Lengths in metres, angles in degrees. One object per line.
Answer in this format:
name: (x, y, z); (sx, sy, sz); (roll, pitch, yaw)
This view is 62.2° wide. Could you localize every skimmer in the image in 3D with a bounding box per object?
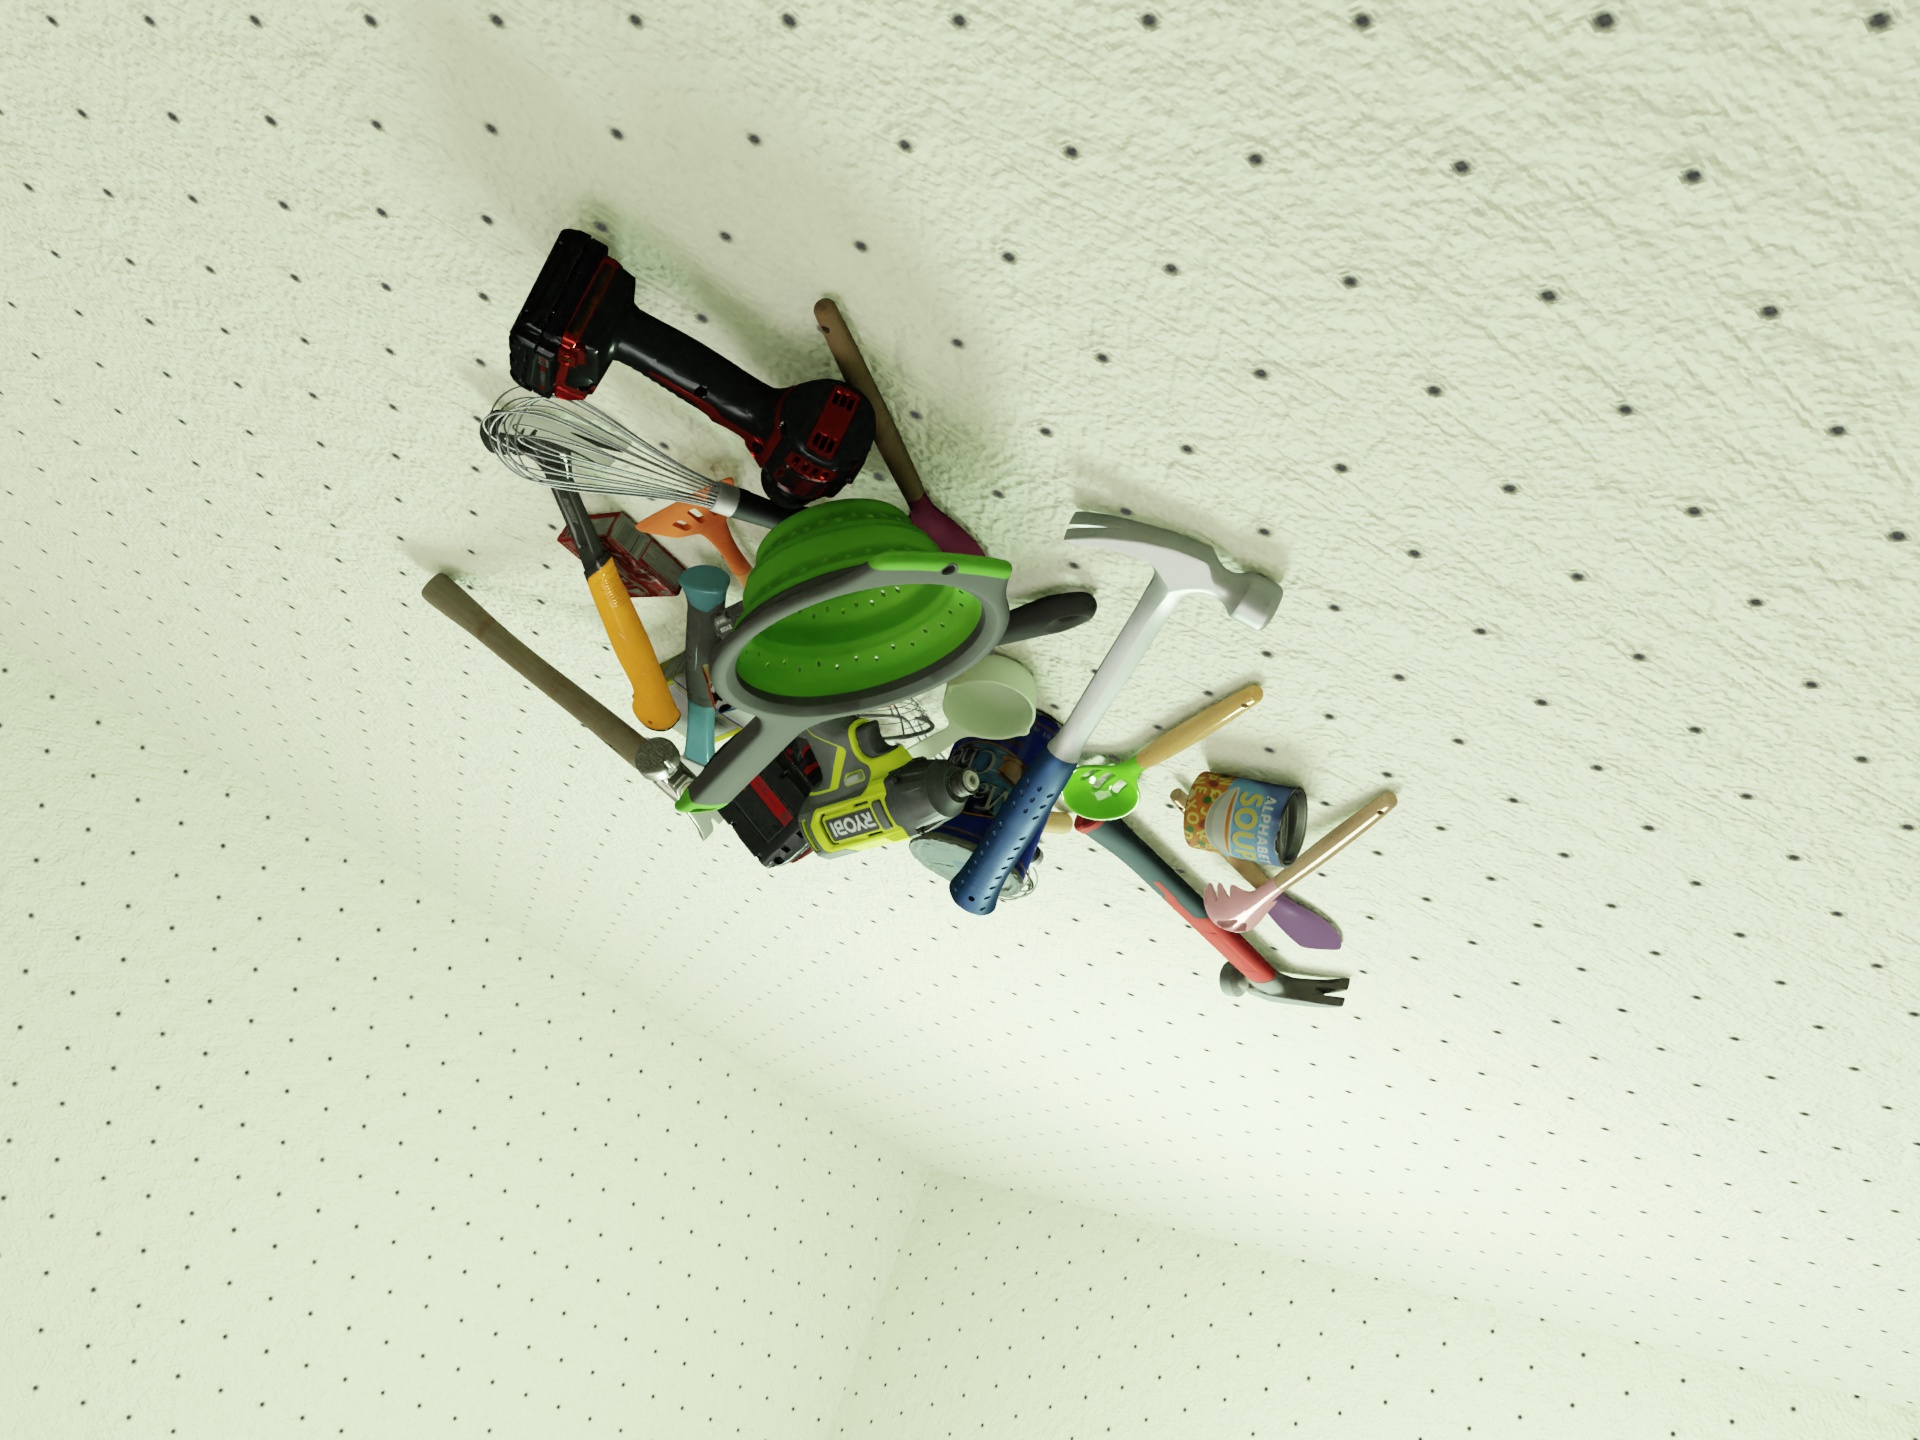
skimmer: (-0.023, 0.072, 1.495); (0.127, 0.090, 0.362); (6, 152, 37)

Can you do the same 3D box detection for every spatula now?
spatula: (-0.169, -0.106, 1.304); (0.081, 0.041, 0.322); (-26, 149, 3)
spatula: (0.273, 0.144, 1.465); (0.060, 0.018, 0.315); (-3, 147, 39)

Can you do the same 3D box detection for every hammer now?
hammer: (-0.288, -0.110, 1.324); (0.127, 0.034, 0.336); (15, 142, 24)
hammer: (0.074, 0.013, 1.160); (0.144, 0.035, 0.405); (27, 134, -2)
hammer: (-0.236, -0.029, 1.446); (0.128, 0.033, 0.330); (23, 145, 5)
hammer: (0.240, 0.184, 1.559); (0.143, 0.038, 0.385); (-1, 147, 42)
hammer: (-0.382, -0.027, 1.522); (0.411, 0.038, 0.146); (34, 164, 30)

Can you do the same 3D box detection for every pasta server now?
pasta server: (0.289, 0.123, 1.368); (0.060, 0.040, 0.316); (20, 150, -8)

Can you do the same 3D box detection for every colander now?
colander: (-0.119, -0.048, 1.135); (0.204, 0.095, 0.397); (1, 153, -36)

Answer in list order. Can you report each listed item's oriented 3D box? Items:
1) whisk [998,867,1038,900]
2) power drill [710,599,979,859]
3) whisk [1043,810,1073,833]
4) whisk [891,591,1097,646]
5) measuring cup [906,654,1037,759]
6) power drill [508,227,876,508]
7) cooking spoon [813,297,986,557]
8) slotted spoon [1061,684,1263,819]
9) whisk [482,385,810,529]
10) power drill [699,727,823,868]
whisk: (-0.027, 0.119, 1.672); (0.246, 0.058, 0.059); (30, 122, -8)
power drill: (-0.087, -0.009, 1.240); (0.171, 0.080, 0.223); (-19, 100, 40)
whisk: (0.010, 0.089, 1.453); (0.244, 0.047, 0.051); (9, 140, -40)
whisk: (-0.006, -0.060, 1.237); (0.073, 0.073, 0.296); (38, 147, -31)
measuring cup: (-0.002, -0.004, 1.325); (0.083, 0.038, 0.167); (31, 140, -25)
power drill: (-0.171, -0.209, 1.031); (0.226, 0.080, 0.188); (26, 170, -12)
cooking spoon: (-0.039, -0.169, 1.075); (0.069, 0.017, 0.318); (15, 156, 25)
slotted spoon: (0.164, 0.026, 1.300); (0.070, 0.031, 0.313); (27, 155, -10)
whisk: (-0.196, -0.167, 1.121); (0.284, 0.070, 0.070); (16, 164, -30)
power drill: (-0.140, 0.053, 1.460); (0.143, 0.078, 0.219); (50, -161, 10)
